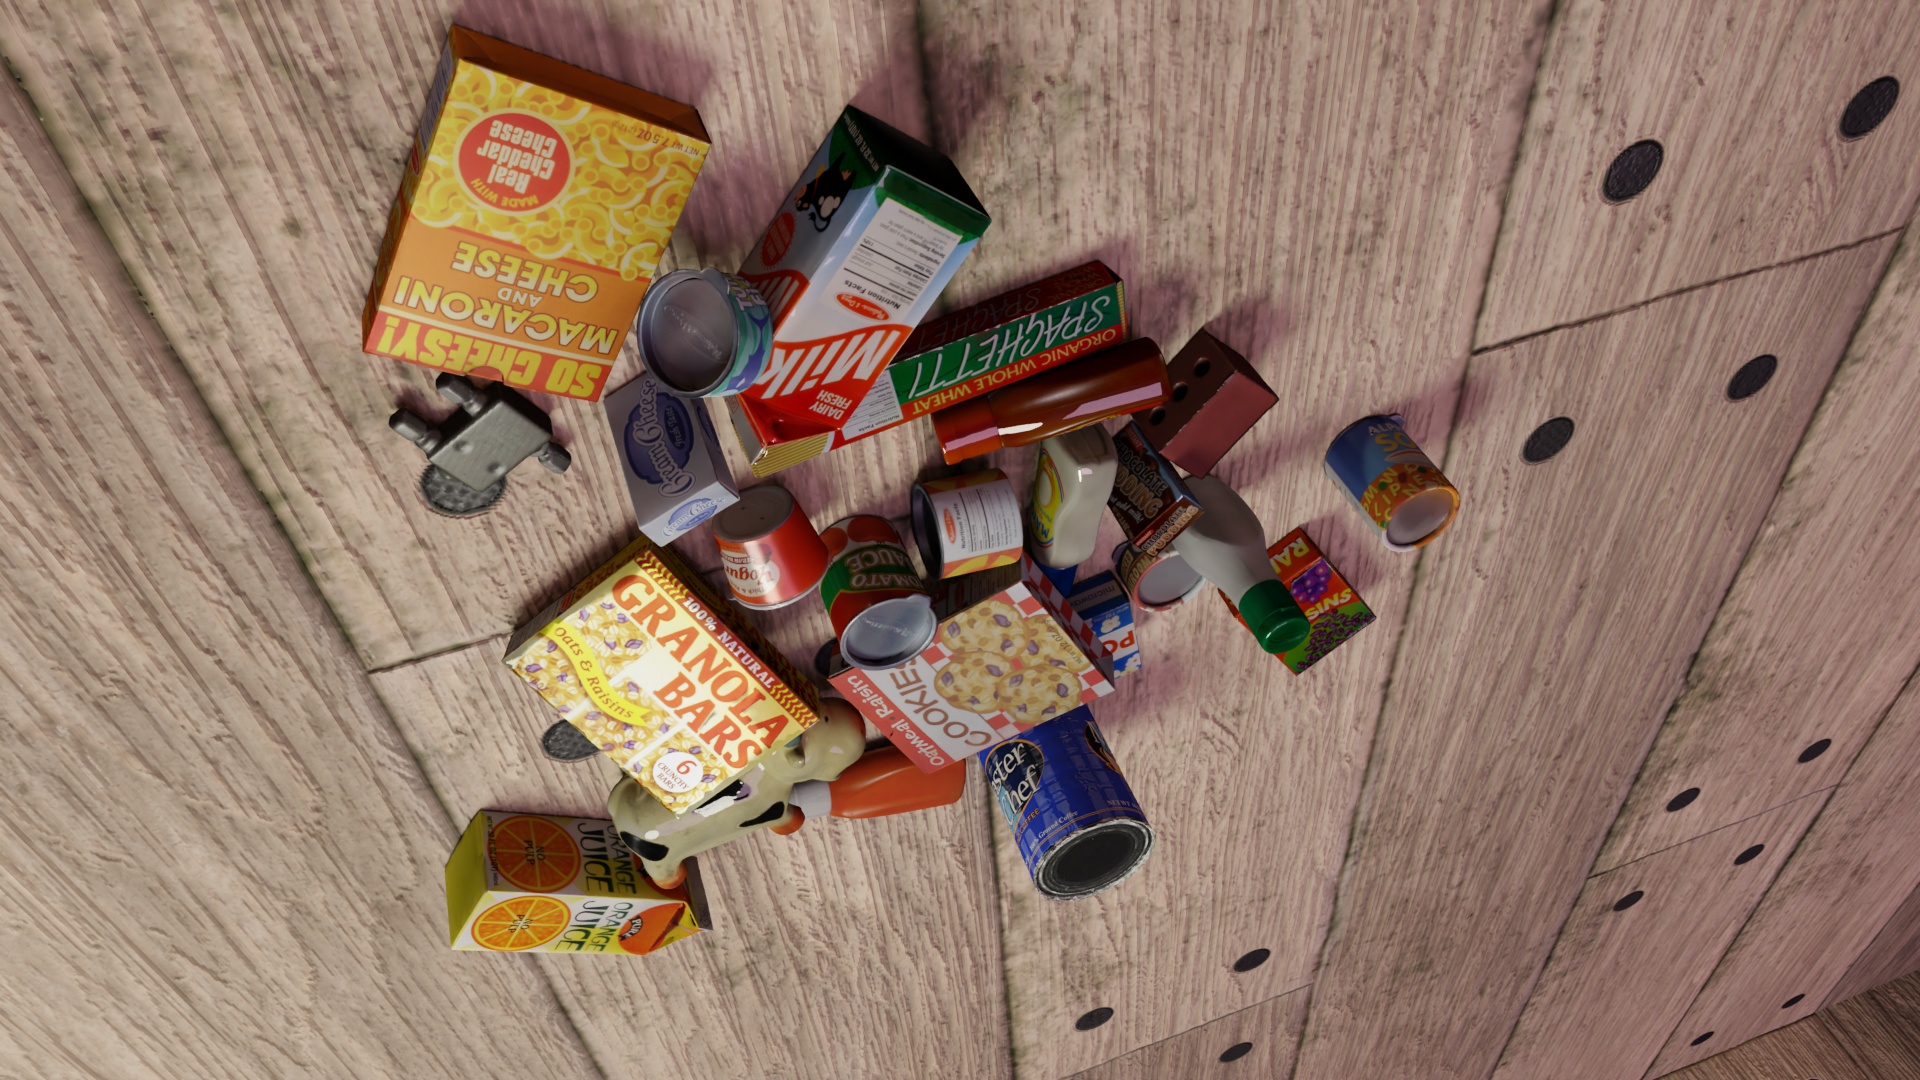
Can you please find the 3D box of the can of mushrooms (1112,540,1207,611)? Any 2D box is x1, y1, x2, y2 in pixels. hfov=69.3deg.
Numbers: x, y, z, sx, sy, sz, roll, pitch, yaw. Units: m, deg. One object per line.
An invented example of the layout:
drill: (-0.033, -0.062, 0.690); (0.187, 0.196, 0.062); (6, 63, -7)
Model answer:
can of mushrooms: (0.152, 0.021, 1.052); (0.071, 0.033, 0.070); (-14, 137, -13)

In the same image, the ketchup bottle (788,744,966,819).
ketchup bottle: (-0.072, 0.194, 1.103); (0.149, 0.044, 0.064); (-7, 134, -20)

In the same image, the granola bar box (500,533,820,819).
granola bar box: (-0.191, 0.088, 0.904); (0.124, 0.039, 0.165); (-36, 115, 9)

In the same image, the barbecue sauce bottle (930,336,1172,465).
barbecue sauce bottle: (0.056, -0.087, 0.882); (0.148, 0.065, 0.043); (-17, 103, 1)

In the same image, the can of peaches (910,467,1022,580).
can of peaches: (0.003, -0.012, 0.926); (0.058, 0.071, 0.070); (-12, 136, -15)

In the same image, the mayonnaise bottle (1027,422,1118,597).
mayonnaise bottle: (0.071, -0.018, 0.956); (0.041, 0.065, 0.147); (-10, 138, -18)

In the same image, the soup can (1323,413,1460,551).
soup can: (0.323, -0.044, 1.035); (0.071, 0.084, 0.071); (-14, 135, -14)

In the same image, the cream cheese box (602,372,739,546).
cream cheese box: (-0.163, -0.051, 0.776); (0.053, 0.104, 0.024); (-31, 144, 7)

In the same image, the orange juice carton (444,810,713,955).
orange juice carton: (-0.279, 0.261, 1.046); (0.193, 0.072, 0.072); (14, 125, -35)

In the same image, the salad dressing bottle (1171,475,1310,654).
salad dressing bottle: (0.196, 0.016, 0.983); (0.064, 0.148, 0.043); (-8, 134, -18)

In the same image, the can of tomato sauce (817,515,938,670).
can of tomato sauce: (-0.058, 0.033, 0.923); (0.071, 0.083, 0.070); (-14, 136, -14)

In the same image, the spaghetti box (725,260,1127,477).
spaghetti box: (-0.017, -0.105, 0.849); (0.250, 0.029, 0.050); (-21, 137, -6)

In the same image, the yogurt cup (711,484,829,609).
yogurt cup: (-0.122, 0.002, 0.878); (0.072, 0.073, 0.053); (-22, 129, -4)

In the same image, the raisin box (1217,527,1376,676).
raisin box: (0.277, 0.053, 1.140); (0.086, 0.040, 0.123); (-38, 136, 13)

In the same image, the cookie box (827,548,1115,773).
cookie box: (0.007, 0.091, 0.995); (0.167, 0.040, 0.122); (-28, 123, 22)

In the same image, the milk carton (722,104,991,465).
milk carton: (-0.075, -0.131, 0.764); (0.073, 0.072, 0.189); (19, 120, -38)

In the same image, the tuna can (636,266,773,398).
tuna can: (-0.131, -0.109, 0.722); (0.070, 0.071, 0.033); (-51, 164, 24)

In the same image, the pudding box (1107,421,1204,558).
pudding box: (0.125, -0.035, 0.946); (0.049, 0.084, 0.030); (-43, 135, 18)

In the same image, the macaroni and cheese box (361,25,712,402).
macaroni and cheese box: (-0.215, -0.154, 0.696); (0.124, 0.040, 0.165); (11, 126, -33)

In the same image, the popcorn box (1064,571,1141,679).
popcorn box: (0.073, 0.084, 1.071); (0.127, 0.038, 0.084); (-22, 137, -5)
